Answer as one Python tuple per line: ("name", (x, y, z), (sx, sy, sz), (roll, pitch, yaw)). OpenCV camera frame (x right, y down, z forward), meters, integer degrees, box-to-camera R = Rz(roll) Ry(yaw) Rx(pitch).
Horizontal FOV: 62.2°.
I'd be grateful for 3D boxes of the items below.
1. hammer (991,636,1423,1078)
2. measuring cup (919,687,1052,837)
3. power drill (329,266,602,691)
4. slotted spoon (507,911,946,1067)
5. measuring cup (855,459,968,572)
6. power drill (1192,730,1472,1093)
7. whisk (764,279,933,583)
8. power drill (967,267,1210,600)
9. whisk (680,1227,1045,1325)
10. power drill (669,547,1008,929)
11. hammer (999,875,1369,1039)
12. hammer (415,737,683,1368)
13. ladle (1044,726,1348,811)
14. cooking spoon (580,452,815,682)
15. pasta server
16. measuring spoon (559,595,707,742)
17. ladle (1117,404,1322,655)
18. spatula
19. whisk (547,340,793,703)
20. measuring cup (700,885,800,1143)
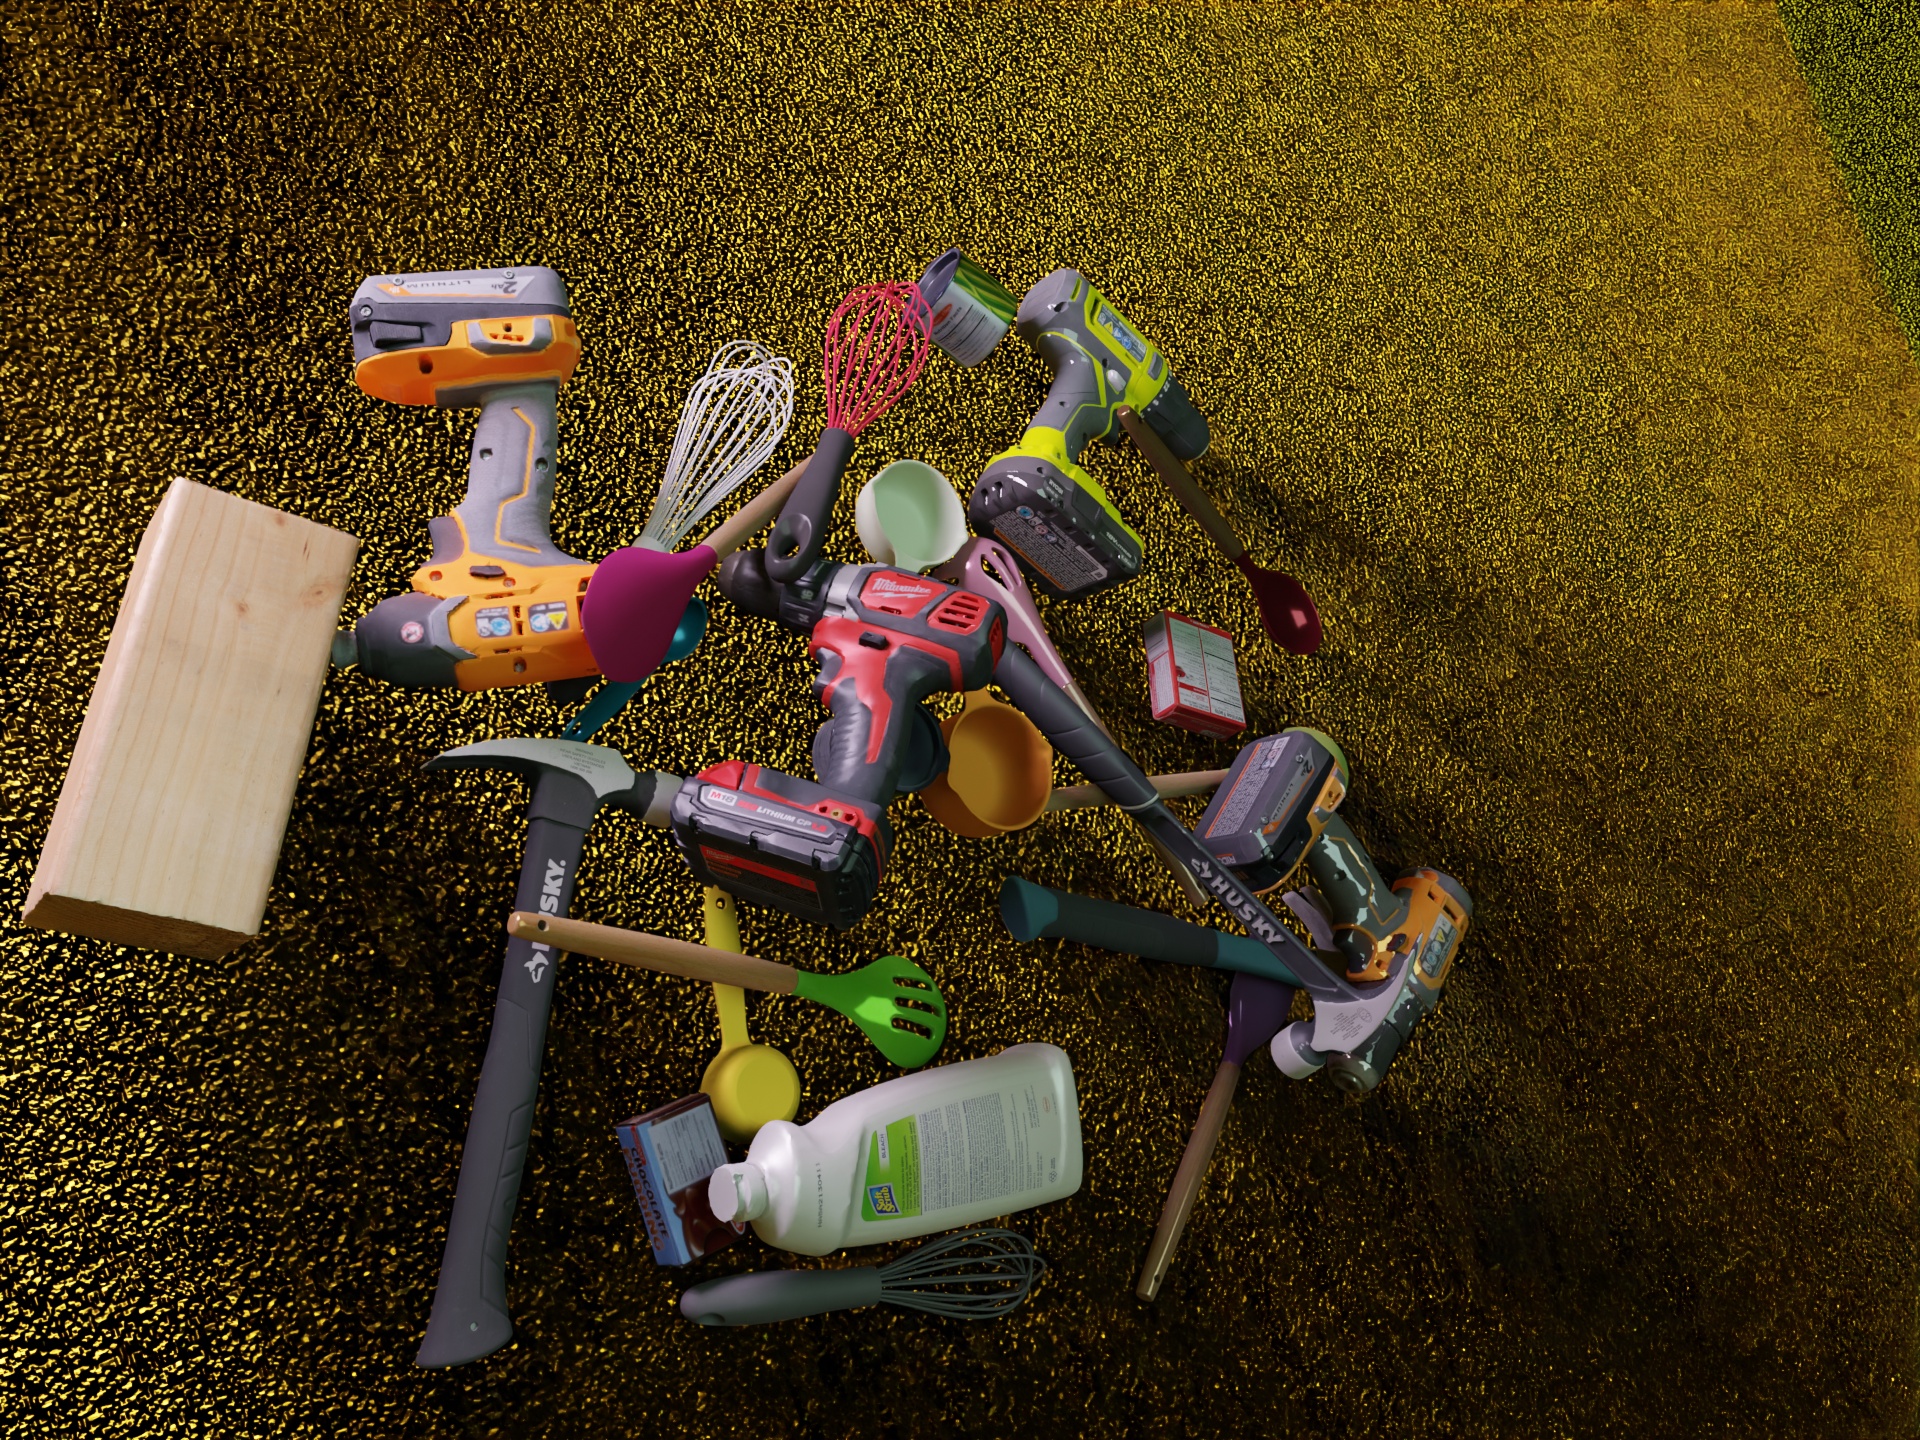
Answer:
("hammer", (0.138, 0.066, 1.089), (0.409, 0.149, 0.036), (45, 41, 3))
("measuring cup", (-0.002, -0.003, 1.079), (0.095, 0.052, 0.174), (-17, 84, -39))
("power drill", (-0.277, -0.128, 0.883), (0.164, 0.084, 0.226), (-9, 84, -17))
("slotted spoon", (-0.119, 0.150, 0.927), (0.313, 0.031, 0.070), (21, 57, -38))
("measuring cup", (-0.047, -0.098, 1.085), (0.083, 0.038, 0.168), (26, 63, -28))
("power drill", (0.269, 0.142, 1.163), (0.226, 0.084, 0.185), (45, 60, -17))
("whisk", (-0.076, -0.196, 1.049), (0.073, 0.073, 0.296), (36, 47, -23))
("power drill", (0.105, -0.207, 1.210), (0.190, 0.080, 0.229), (38, 54, -28))
("whisk", (-0.052, 0.333, 0.936), (0.238, 0.055, 0.055), (6, 72, -32))
("power drill", (-0.092, -0.007, 0.951), (0.188, 0.080, 0.227), (16, 58, 14))
("hammer", (0.171, 0.164, 1.155), (0.330, 0.033, 0.128), (16, 61, -29))
("hammer", (-0.242, 0.167, 0.852), (0.146, 0.035, 0.335), (20, 65, -32))
("ladle", (0.172, 0.051, 1.207), (0.320, 0.062, 0.078), (-5, 74, -31))
("cooking spoon", (-0.141, -0.109, 0.957), (0.319, 0.017, 0.068), (-56, 132, -57))
("pasta server", (0.084, 0.000, 1.135), (0.060, 0.040, 0.316), (-35, 94, -37))
("measuring spoon", (-0.202, -0.031, 0.957), (0.129, 0.021, 0.042), (-49, 149, -28))
("ladle", (0.204, -0.145, 1.243), (0.315, 0.031, 0.069), (41, 50, -42))
("spatula", (0.190, 0.275, 1.155), (0.059, 0.018, 0.316), (42, 54, -16))
("whisk", (-0.179, -0.126, 0.984), (0.070, 0.070, 0.285), (38, 60, -22))
("measuring cup", (-0.129, 0.170, 0.939), (0.062, 0.029, 0.156), (-2, 79, -38))
